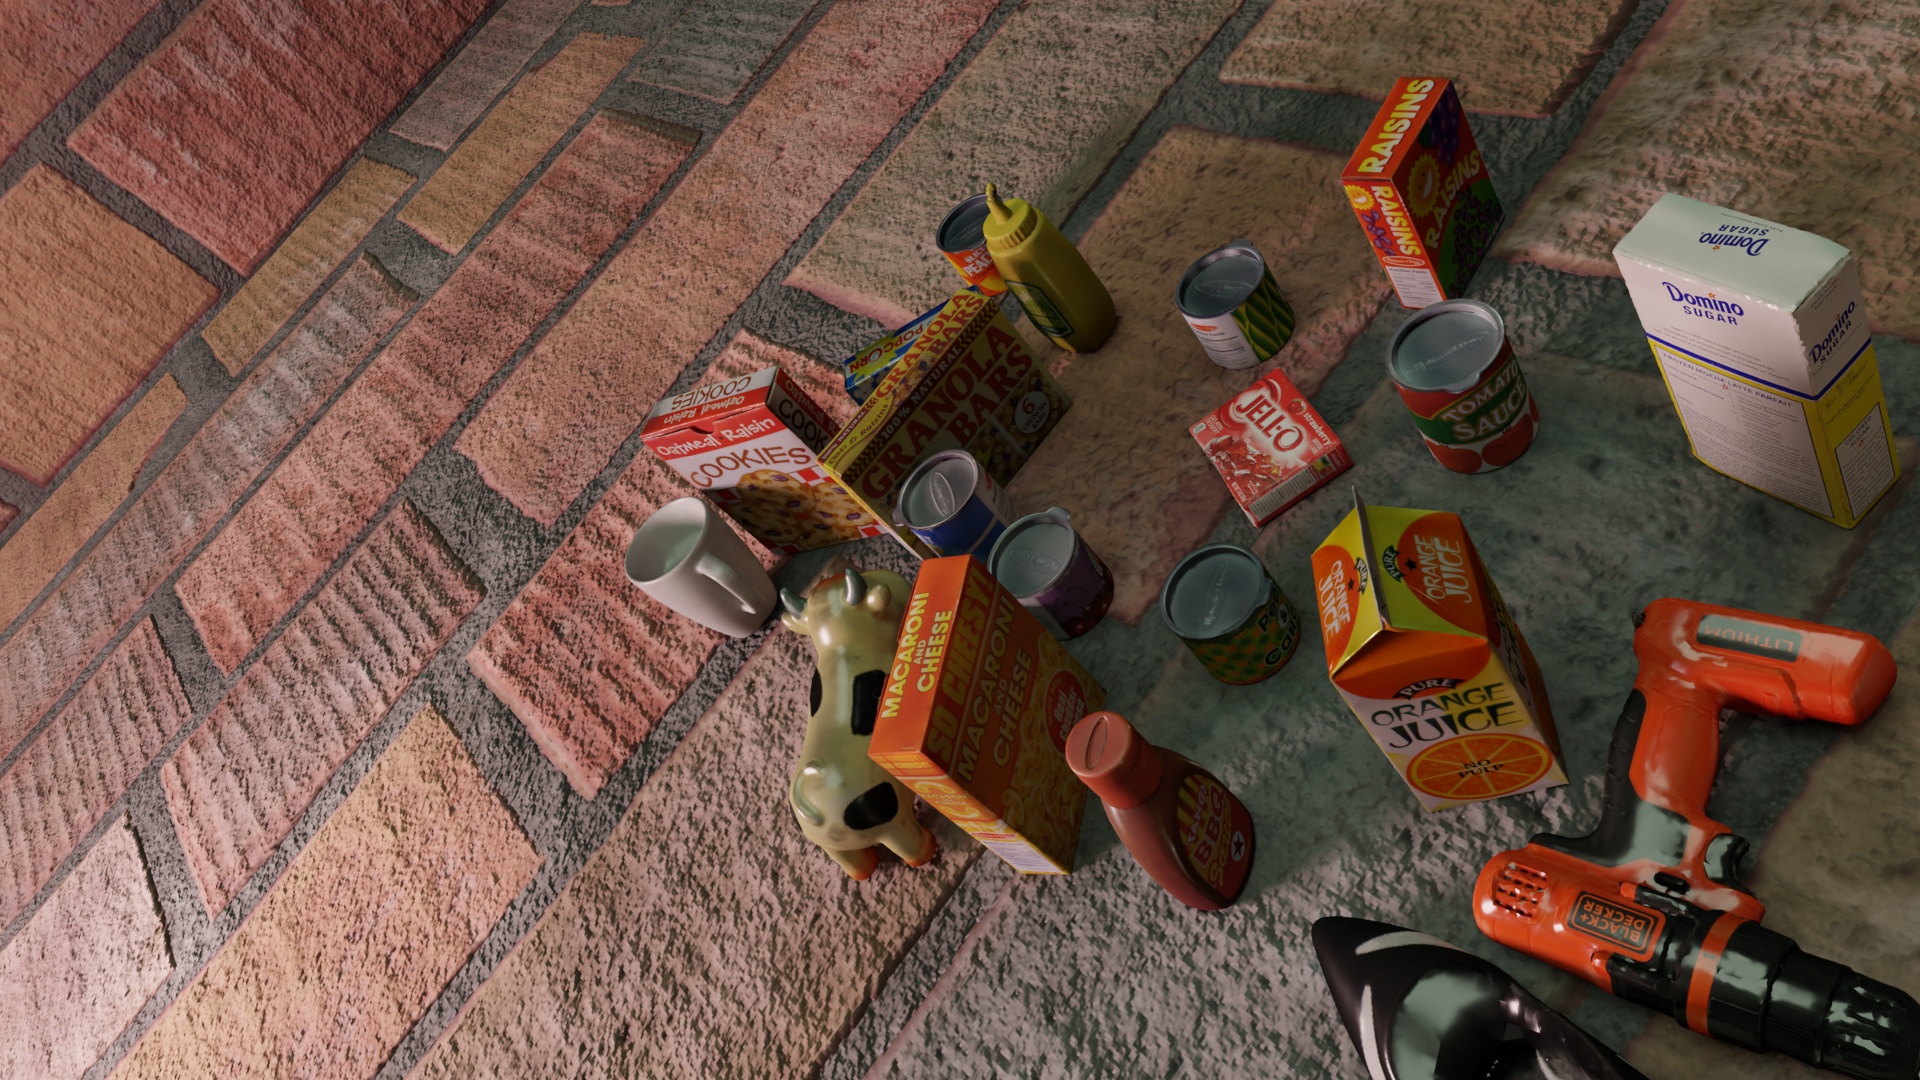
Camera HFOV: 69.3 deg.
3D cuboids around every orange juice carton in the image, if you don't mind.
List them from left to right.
[{"bbox_3d":[0.224,0.053,0.662,0.073,0.192,0.072,-19,47,26],"label":"orange juice carton"}]

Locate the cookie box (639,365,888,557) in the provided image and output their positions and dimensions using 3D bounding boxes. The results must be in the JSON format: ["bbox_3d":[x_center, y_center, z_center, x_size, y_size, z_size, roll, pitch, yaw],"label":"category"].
[{"bbox_3d":[-0.139,-0.055,1.053,0.123,0.167,0.040,-12,51,31],"label":"cookie box"}]

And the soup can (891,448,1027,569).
[{"bbox_3d":[0.003,-0.012,0.970,0.071,0.083,0.072,-21,46,24],"label":"soup can"}]

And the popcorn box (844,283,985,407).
[{"bbox_3d":[-0.016,-0.133,1.082,0.126,0.085,0.038,-28,44,18],"label":"popcorn box"}]

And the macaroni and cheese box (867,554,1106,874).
[{"bbox_3d":[0.020,0.104,0.800,0.040,0.166,0.124,-8,53,34],"label":"macaroni and cheese box"}]

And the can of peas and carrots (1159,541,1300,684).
[{"bbox_3d":[0.162,0.043,0.819,0.071,0.058,0.071,-21,46,24],"label":"can of peas and carrots"}]

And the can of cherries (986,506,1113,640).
[{"bbox_3d":[0.062,0.022,0.915,0.071,0.058,0.072,-21,46,24],"label":"can of cherries"}]

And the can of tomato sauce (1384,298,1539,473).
[{"bbox_3d":[0.293,-0.087,0.805,0.071,0.083,0.071,-21,46,24],"label":"can of tomato sauce"}]

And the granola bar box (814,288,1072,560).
[{"bbox_3d":[-0.009,-0.080,1.005,0.166,0.124,0.039,-51,42,-8],"label":"granola bar box"}]

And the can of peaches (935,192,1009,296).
[{"bbox_3d":[0.022,-0.246,1.166,0.071,0.058,0.071,-21,46,24],"label":"can of peaches"}]

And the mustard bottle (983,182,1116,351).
[{"bbox_3d":[0.056,-0.205,1.028,0.065,0.160,0.049,20,71,46],"label":"mustard bottle"}]

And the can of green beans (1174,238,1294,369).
[{"bbox_3d":[0.191,-0.162,0.965,0.071,0.057,0.071,-21,46,24],"label":"can of green beans"}]

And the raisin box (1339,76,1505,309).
[{"bbox_3d":[0.294,-0.218,0.880,0.040,0.123,0.086,18,70,45],"label":"raisin box"}]

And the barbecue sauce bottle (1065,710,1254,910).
[{"bbox_3d":[0.104,0.137,0.720,0.043,0.148,0.065,-3,56,37],"label":"barbecue sauce bottle"}]
